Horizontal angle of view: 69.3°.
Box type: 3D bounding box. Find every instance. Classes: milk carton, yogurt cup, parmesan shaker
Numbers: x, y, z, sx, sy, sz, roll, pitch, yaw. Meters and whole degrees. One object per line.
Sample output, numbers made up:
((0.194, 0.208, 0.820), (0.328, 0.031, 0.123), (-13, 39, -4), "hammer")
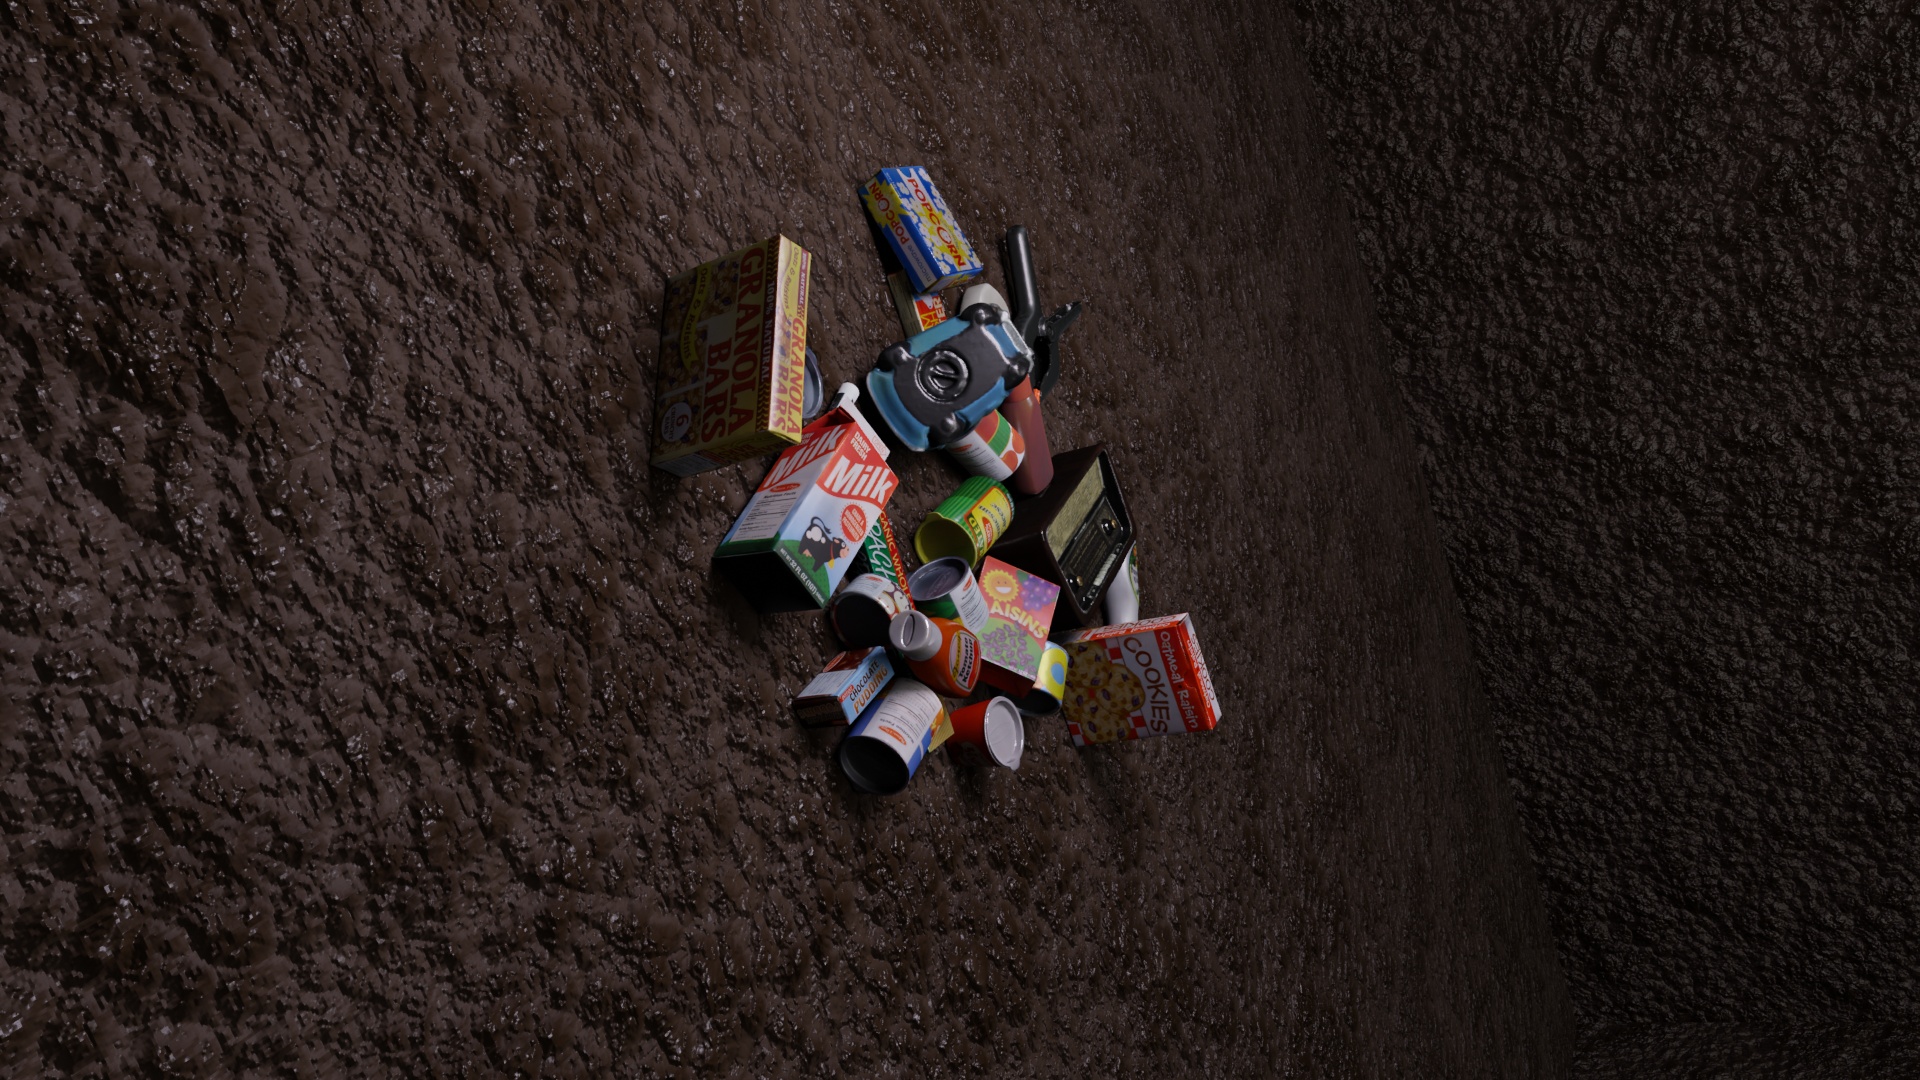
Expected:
((-0.117, -0.033, 1.154), (0.072, 0.073, 0.191), (54, 47, -32), "milk carton")
((0.022, 0.187, 1.337), (0.072, 0.054, 0.072), (27, 57, -52), "yogurt cup")
((0.005, -0.017, 1.371), (0.103, 0.071, 0.071), (-47, 119, -53), "parmesan shaker")

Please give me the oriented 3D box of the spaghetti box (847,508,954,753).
((-0.063, 0.072, 1.267), (0.050, 0.028, 0.249), (-29, 104, -59), "spaghetti box")

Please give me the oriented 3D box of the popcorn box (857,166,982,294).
((-0.039, -0.314, 1.406), (0.126, 0.038, 0.085), (59, 33, 2), "popcorn box")

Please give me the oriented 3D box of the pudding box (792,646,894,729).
((-0.098, 0.124, 1.174), (0.084, 0.049, 0.030), (-48, 121, -53), "pudding box")

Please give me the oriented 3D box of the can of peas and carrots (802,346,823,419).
((-0.157, -0.129, 1.162), (0.071, 0.058, 0.071), (28, 56, -52), "can of peas and carrots")

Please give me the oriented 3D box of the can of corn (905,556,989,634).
((-0.015, 0.057, 1.315), (0.058, 0.071, 0.071), (66, 33, -29), "can of corn")

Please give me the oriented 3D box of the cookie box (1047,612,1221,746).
((0.183, 0.152, 1.498), (0.040, 0.167, 0.122), (-37, 110, -56), "cookie box")

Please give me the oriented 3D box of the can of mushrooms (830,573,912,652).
((-0.077, 0.067, 1.211), (0.034, 0.071, 0.071), (-47, 119, -53), "can of mushrooms")

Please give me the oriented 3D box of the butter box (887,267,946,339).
((-0.038, -0.228, 1.419), (0.053, 0.024, 0.103), (-31, 105, -57), "butter box")

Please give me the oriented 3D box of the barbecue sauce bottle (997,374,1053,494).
((0.066, -0.125, 1.496), (0.065, 0.043, 0.147), (-61, 145, -49), "barbecue sauce bottle")

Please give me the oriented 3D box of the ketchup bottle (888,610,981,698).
((-0.023, 0.095, 1.215), (0.148, 0.043, 0.065), (44, 52, -66), "ketchup bottle")

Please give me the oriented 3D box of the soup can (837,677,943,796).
((-0.060, 0.171, 1.205), (0.071, 0.071, 0.084), (63, 33, -22), "soup can")

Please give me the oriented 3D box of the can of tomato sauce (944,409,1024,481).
((0.019, -0.108, 1.427), (0.083, 0.071, 0.071), (43, 46, -44), "can of tomato sauce")

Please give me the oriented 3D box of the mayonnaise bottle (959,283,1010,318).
((0.015, -0.203, 1.481), (0.064, 0.041, 0.149), (53, 41, -40), "mayonnaise bottle")

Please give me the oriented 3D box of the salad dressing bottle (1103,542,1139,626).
((0.192, 0.072, 1.657), (0.064, 0.044, 0.148), (35, 51, -76), "salad dressing bottle")

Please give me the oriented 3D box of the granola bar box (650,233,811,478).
((-0.176, -0.140, 1.073), (0.039, 0.124, 0.166), (27, 57, -50), "granola bar box")

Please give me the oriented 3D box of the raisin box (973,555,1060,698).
((0.044, 0.085, 1.385), (0.086, 0.039, 0.124), (23, 51, -6), "raisin box")

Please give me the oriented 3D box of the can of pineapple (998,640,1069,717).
((0.074, 0.141, 1.426), (0.071, 0.071, 0.058), (46, 43, -40), "can of pineapple")
